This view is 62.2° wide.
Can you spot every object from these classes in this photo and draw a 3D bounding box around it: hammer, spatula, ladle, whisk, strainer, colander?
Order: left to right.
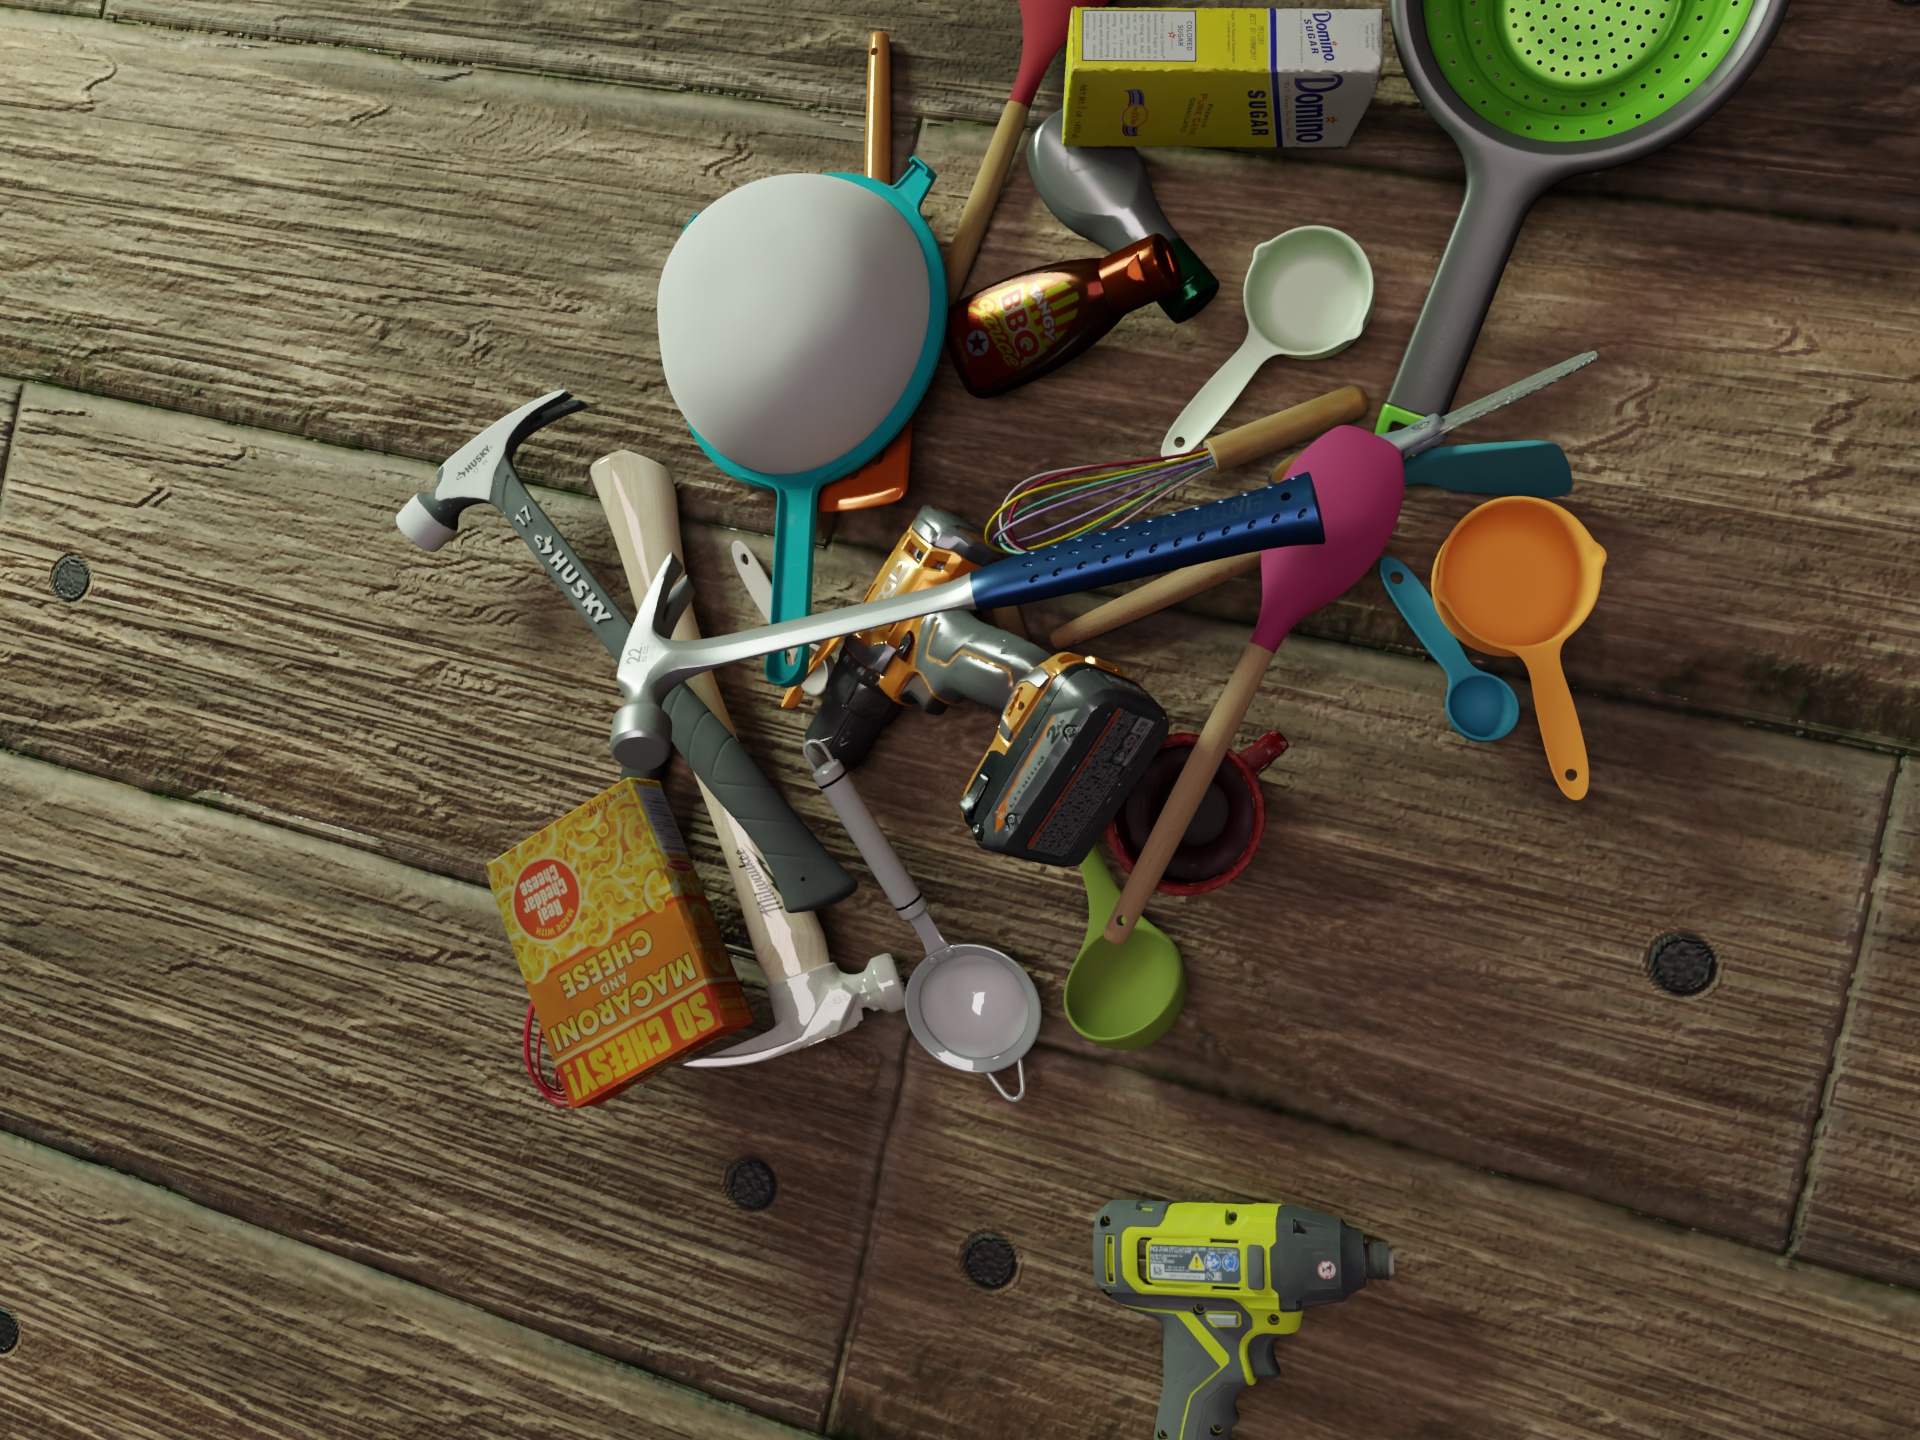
[{"bbox_3d":[-0.232,0.111,1.061,0.073,0.073,0.296,12,85,16],"label":"whisk"},{"bbox_3d":[-0.199,-0.040,1.008,0.149,0.036,0.409,-44,73,8],"label":"hammer"},{"bbox_3d":[-0.171,0.018,1.038,0.146,0.038,0.411,-20,81,-5],"label":"hammer"},{"bbox_3d":[-0.122,-0.194,0.987,0.211,0.095,0.340,-3,80,29],"label":"strainer"},{"bbox_3d":[-0.059,-0.293,1.034,0.081,0.041,0.322,-1,86,29],"label":"spatula"},{"bbox_3d":[-0.024,0.119,0.976,0.087,0.050,0.258,-27,103,18],"label":"strainer"},{"bbox_3d":[-0.003,-0.075,0.894,0.405,0.035,0.144,-13,48,11],"label":"hammer"},{"bbox_3d":[0.027,-0.370,1.021,0.069,0.031,0.315,23,96,16],"label":"ladle"},{"bbox_3d":[0.062,0.045,0.980,0.078,0.062,0.320,-22,80,20],"label":"ladle"},{"bbox_3d":[0.129,-0.150,0.945,0.245,0.051,0.047,-21,118,-4],"label":"whisk"},{"bbox_3d":[0.199,-0.101,0.950,0.317,0.082,0.044,-23,68,19],"label":"spatula"},{"bbox_3d":[0.326,-0.337,0.914,0.204,0.094,0.397,23,112,15],"label":"colander"}]

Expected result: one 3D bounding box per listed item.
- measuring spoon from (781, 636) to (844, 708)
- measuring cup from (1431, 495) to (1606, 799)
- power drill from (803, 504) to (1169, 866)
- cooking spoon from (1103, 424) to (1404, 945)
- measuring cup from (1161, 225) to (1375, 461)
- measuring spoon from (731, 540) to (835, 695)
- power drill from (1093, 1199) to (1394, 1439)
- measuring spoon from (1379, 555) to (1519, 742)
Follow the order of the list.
[{"bbox_3d":[-0.086,-0.038,1.004,0.011,0.021,0.117,28,141,-15],"label":"measuring spoon"},{"bbox_3d":[0.324,-0.039,0.907,0.095,0.052,0.174,-13,85,6],"label":"measuring cup"},{"bbox_3d":[-0.002,-0.003,0.953,0.226,0.084,0.185,45,109,41],"label":"power drill"},{"bbox_3d":[0.157,-0.017,0.889,0.069,0.017,0.319,27,93,16],"label":"cooking spoon"},{"bbox_3d":[0.183,-0.222,0.969,0.083,0.038,0.167,45,108,13],"label":"measuring cup"},{"bbox_3d":[-0.116,-0.071,1.056,0.124,0.018,0.034,58,133,16],"label":"measuring spoon"},{"bbox_3d":[0.168,0.397,0.927,0.171,0.080,0.223,-3,84,16],"label":"power drill"},{"bbox_3d":[0.283,-0.041,0.943,0.042,0.021,0.129,-25,71,-8],"label":"measuring spoon"}]
